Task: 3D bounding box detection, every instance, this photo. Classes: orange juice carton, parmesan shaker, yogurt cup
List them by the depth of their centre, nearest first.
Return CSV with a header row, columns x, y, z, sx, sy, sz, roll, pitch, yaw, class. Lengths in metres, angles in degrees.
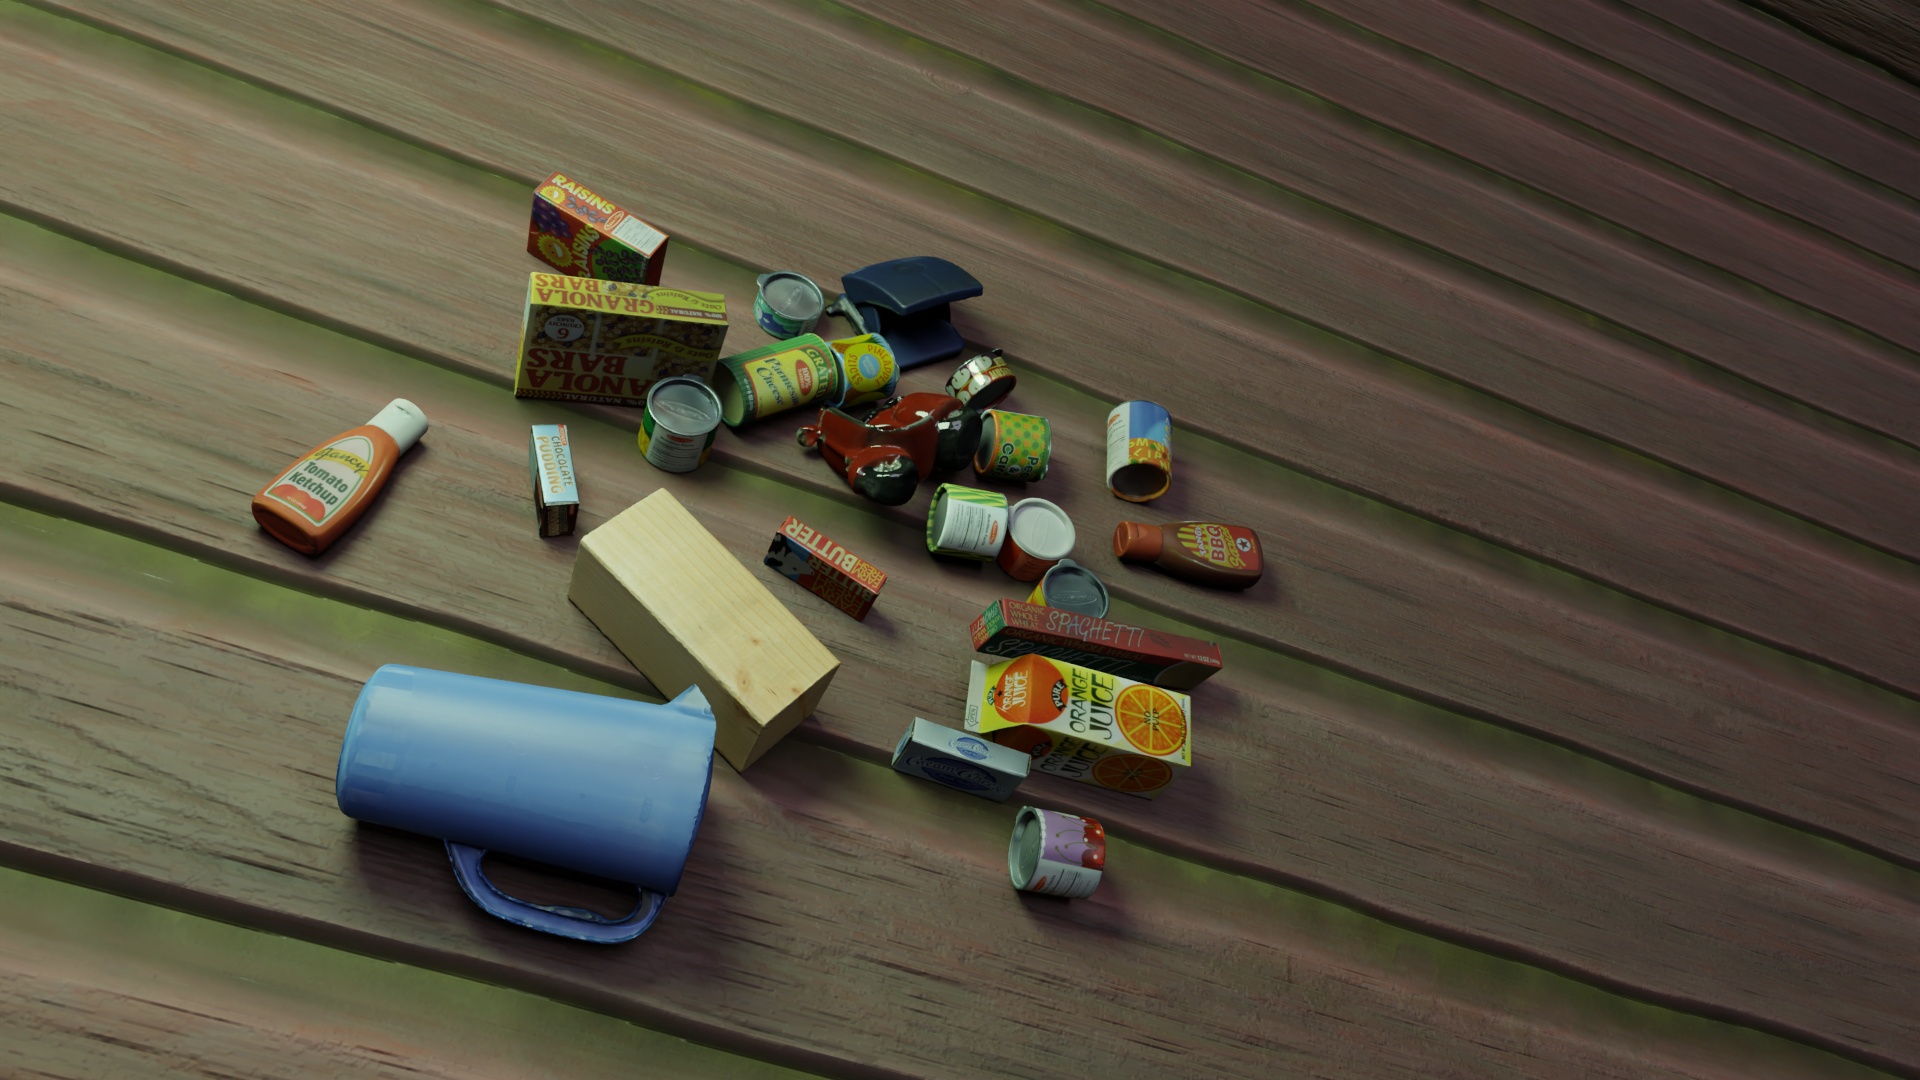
x,y,z,sx,sy,sz,roll,pitch,yaw,class
0.096,0.156,1.195,0.193,0.072,0.072,16,51,-12,orange juice carton
-0.175,-0.147,1.300,0.103,0.071,0.071,-23,68,-35,parmesan shaker
0.067,0.002,1.306,0.072,0.053,0.073,12,52,-16,yogurt cup

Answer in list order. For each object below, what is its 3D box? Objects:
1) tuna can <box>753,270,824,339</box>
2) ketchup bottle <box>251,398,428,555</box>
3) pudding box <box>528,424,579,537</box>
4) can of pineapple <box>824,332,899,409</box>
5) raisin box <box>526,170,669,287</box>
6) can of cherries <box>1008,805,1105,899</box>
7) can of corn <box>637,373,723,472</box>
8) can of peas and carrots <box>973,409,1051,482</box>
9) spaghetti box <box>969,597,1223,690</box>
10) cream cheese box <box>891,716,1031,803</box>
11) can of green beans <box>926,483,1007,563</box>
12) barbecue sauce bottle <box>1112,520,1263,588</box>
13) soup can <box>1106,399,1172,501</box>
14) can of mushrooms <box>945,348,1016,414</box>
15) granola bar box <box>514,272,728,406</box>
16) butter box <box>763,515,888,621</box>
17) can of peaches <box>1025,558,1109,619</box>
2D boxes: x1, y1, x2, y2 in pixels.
x,y,z,sx,sy,sz,roll,pitch,yaw,class
-0.173,-0.235,1.384,0.071,0.032,0.071,12,52,-16,tuna can
-0.486,-0.056,1.105,0.065,0.043,0.149,32,49,0,ketchup bottle
-0.341,-0.050,1.163,0.030,0.049,0.084,-3,57,-24,pudding box
-0.102,-0.164,1.341,0.058,0.070,0.071,-17,65,-32,can of pineapple
-0.342,-0.278,1.305,0.123,0.085,0.040,30,54,-1,raisin box
0.078,0.250,1.122,0.058,0.071,0.072,13,52,-16,can of cherries
-0.250,-0.105,1.238,0.071,0.058,0.071,12,52,-16,can of corn
0.050,-0.091,1.358,0.059,0.070,0.071,7,54,-19,can of peas and carrots
0.124,0.094,1.235,0.250,0.050,0.029,13,51,-31,spaghetti box
0.000,0.182,1.145,0.104,0.053,0.024,20,49,-10,cream cheese box
0.005,-0.016,1.284,0.058,0.071,0.071,10,53,-17,can of green beans
0.225,0.009,1.380,0.149,0.043,0.065,8,54,-18,barbecue sauce bottle
0.185,-0.090,1.419,0.071,0.071,0.084,15,52,-14,soup can
0.023,-0.158,1.392,0.071,0.070,0.033,-21,69,-34,can of mushrooms
-0.300,-0.172,1.221,0.166,0.123,0.039,3,55,-23,granola bar box
-0.117,0.025,1.207,0.103,0.052,0.024,32,51,0,butter box
0.095,0.062,1.273,0.071,0.057,0.071,12,52,-16,can of peaches
